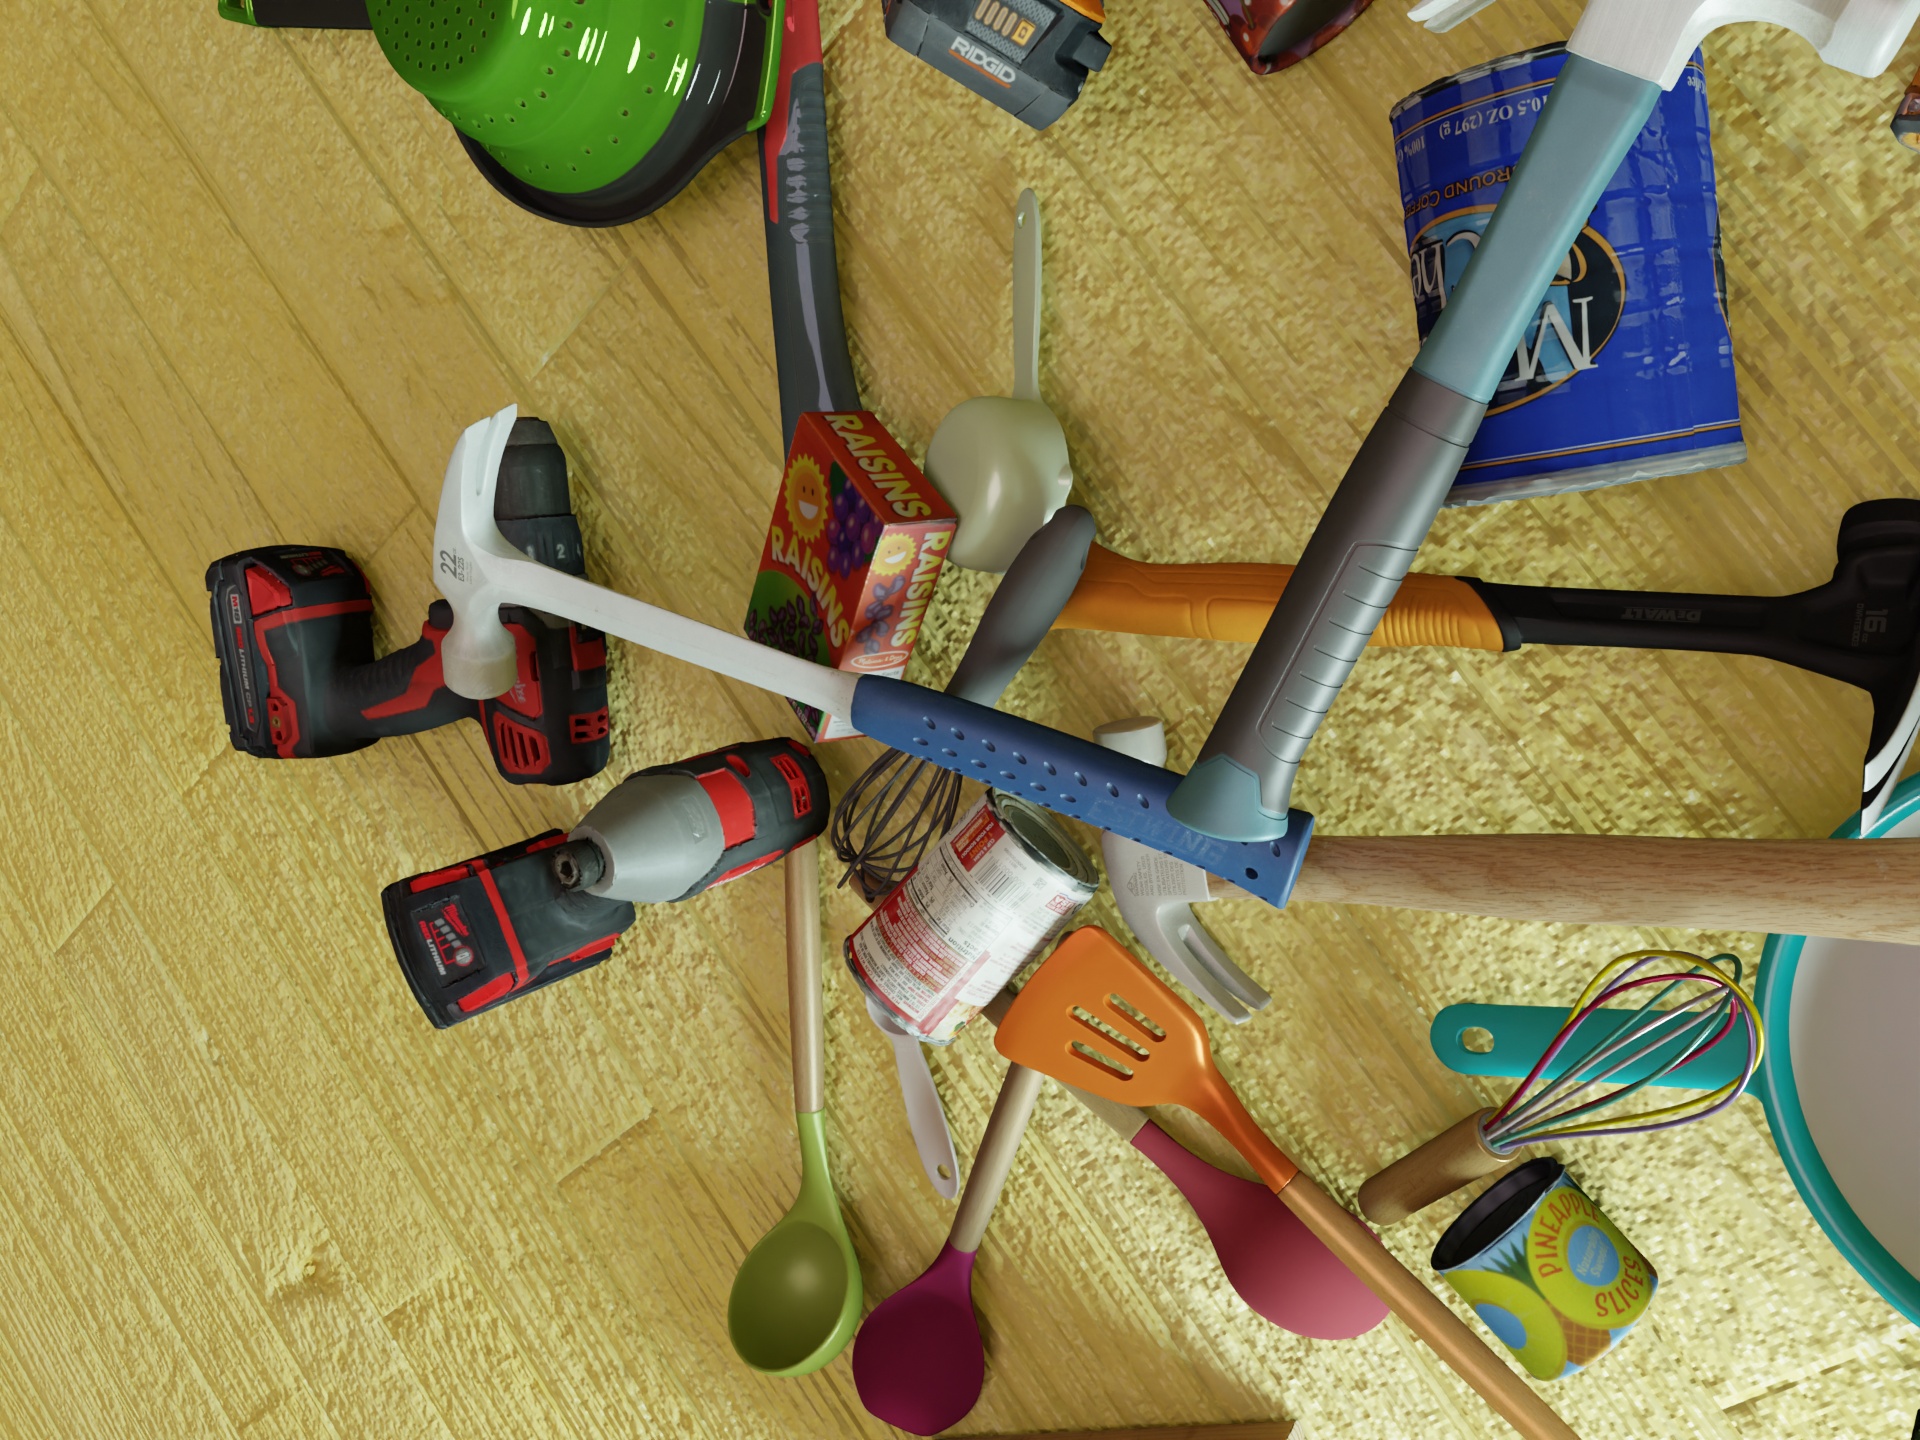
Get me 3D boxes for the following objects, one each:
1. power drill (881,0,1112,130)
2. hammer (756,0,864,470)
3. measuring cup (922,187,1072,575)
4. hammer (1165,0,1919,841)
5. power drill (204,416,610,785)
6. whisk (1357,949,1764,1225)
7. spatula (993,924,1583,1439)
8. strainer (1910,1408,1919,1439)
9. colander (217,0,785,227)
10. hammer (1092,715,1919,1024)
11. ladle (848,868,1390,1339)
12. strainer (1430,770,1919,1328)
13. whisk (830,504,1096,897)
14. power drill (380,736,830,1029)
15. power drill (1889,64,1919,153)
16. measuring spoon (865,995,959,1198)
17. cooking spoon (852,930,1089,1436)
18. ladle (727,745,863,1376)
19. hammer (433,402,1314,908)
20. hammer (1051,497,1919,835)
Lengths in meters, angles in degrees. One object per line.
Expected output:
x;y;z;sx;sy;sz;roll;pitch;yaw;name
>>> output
0.057;-0.336;0.566;0.084;0.164;0.226;25;117;-19;power drill
-0.092;-0.300;0.719;0.143;0.038;0.386;2;101;29;hammer
0.013;-0.146;0.681;0.083;0.038;0.167;4;93;62;measuring cup
0.154;-0.096;0.518;0.128;0.033;0.331;34;116;22;hammer
-0.290;-0.061;0.849;0.227;0.080;0.188;1;100;25;power drill
0.210;0.143;0.593;0.047;0.051;0.244;25;144;-1;whisk
0.153;0.215;0.667;0.323;0.041;0.081;43;114;17;spatula
0.455;0.225;0.499;0.151;0.069;0.256;44;131;3;strainer
-0.261;-0.346;0.742;0.397;0.094;0.204;16;110;31;colander
0.193;0.061;0.604;0.331;0.031;0.130;-2;102;43;hammer
0.064;0.171;0.738;0.315;0.031;0.069;39;112;17;ladle
0.337;0.114;0.557;0.340;0.095;0.211;-9;83;47;strainer
-0.002;-0.002;0.699;0.055;0.055;0.238;43;129;14;whisk
-0.178;0.075;0.767;0.219;0.143;0.078;-26;86;39;power drill
0.419;-0.226;0.447;0.226;0.084;0.185;28;110;25;power drill
-0.018;0.180;0.791;0.034;0.018;0.124;-8;103;29;measuring spoon
0.009;0.232;0.767;0.069;0.017;0.318;21;116;8;cooking spoon
-0.086;0.173;0.800;0.078;0.062;0.320;6;100;41;ladle
-0.052;-0.016;0.665;0.405;0.035;0.144;20;126;16;hammer
0.174;-0.036;0.604;0.337;0.127;0.034;6;141;32;hammer
